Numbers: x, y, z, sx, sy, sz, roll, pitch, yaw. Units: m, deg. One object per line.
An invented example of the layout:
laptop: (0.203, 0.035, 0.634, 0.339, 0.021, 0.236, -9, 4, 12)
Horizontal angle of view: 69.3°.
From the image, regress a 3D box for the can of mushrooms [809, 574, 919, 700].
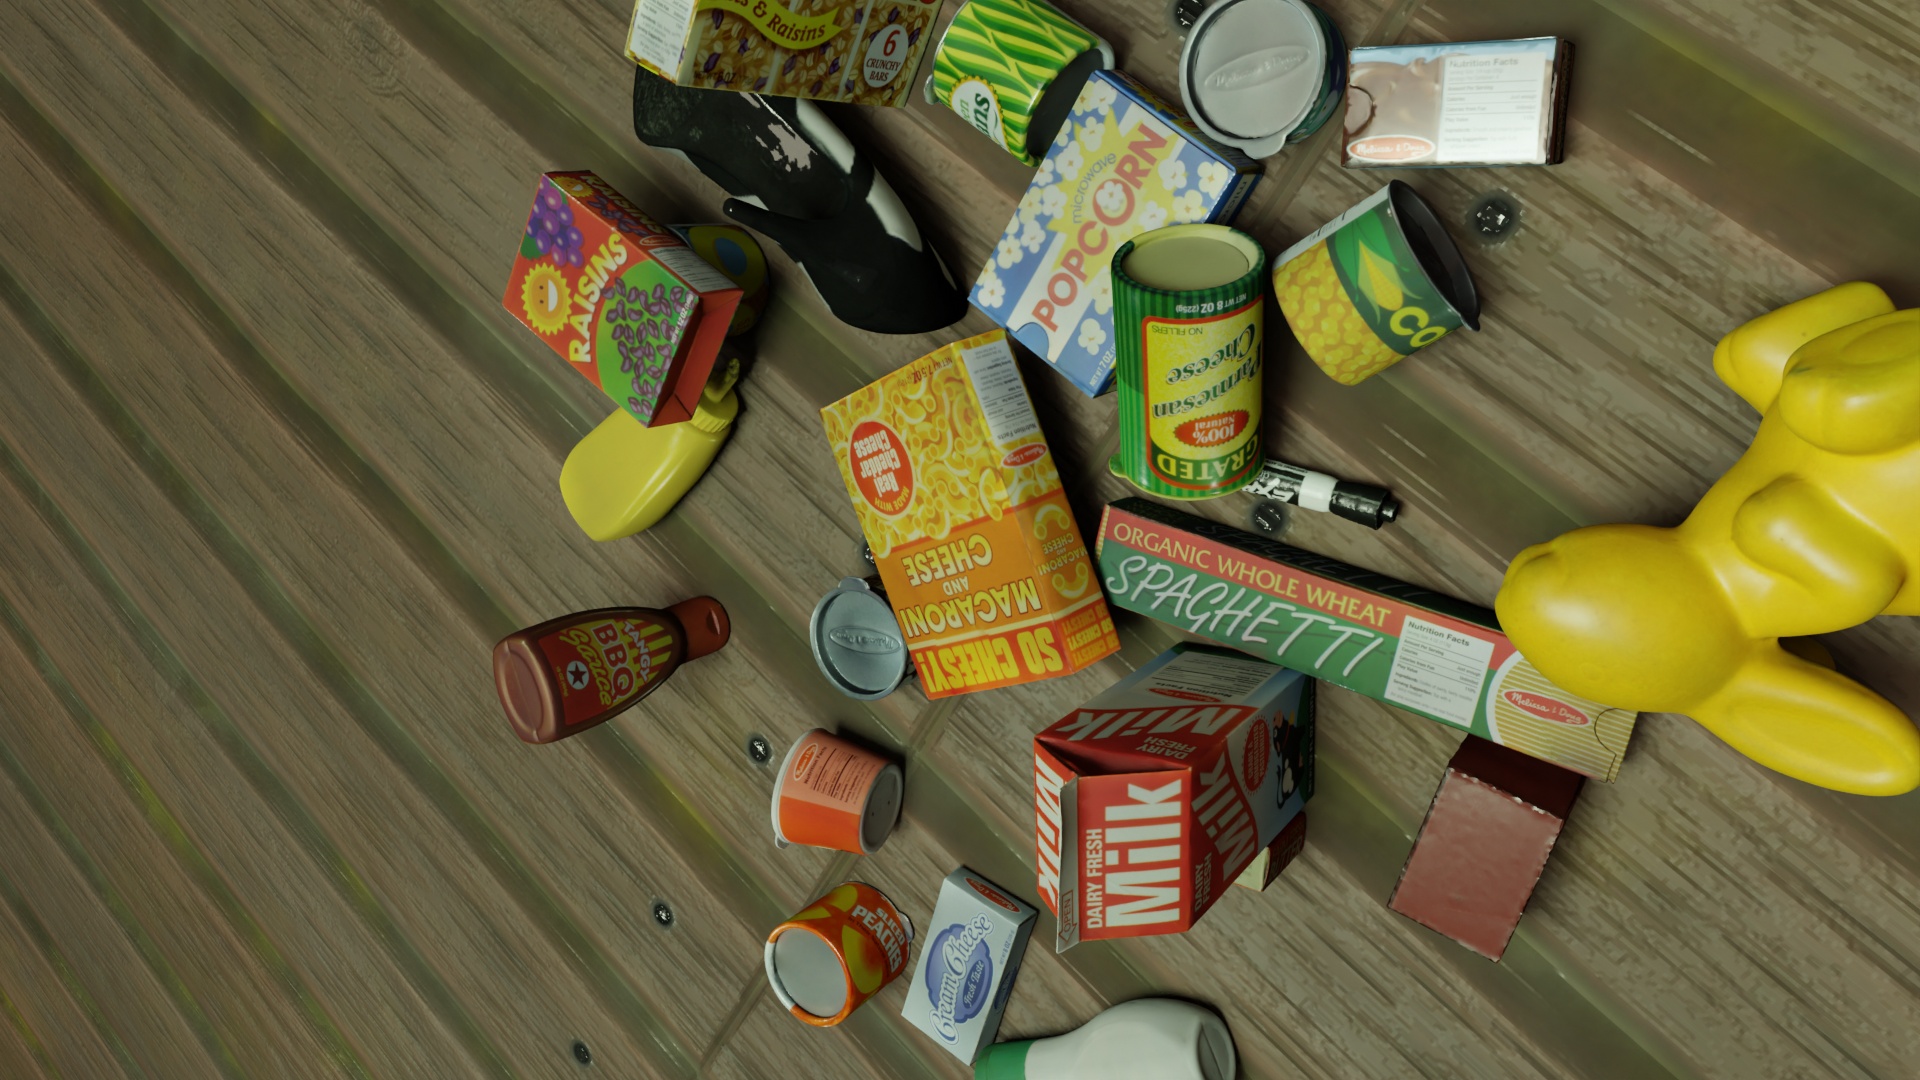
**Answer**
can of mushrooms: (-0.048, 0.051, 0.777, 0.071, 0.033, 0.071, 9, 106, 32)

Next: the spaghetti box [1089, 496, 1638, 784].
spaghetti box: (0.175, 0.038, 0.632, 0.250, 0.029, 0.050, 20, 111, 28)

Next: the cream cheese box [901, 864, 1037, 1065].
cream cheese box: (0.004, 0.242, 0.794, 0.053, 0.024, 0.103, 27, 114, 27)

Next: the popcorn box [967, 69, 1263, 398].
popcorn box: (0.070, -0.143, 0.652, 0.085, 0.038, 0.126, 41, 120, 18)

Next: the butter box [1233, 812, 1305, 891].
butter box: (0.111, 0.140, 0.683, 0.103, 0.053, 0.024, 11, 104, 30)

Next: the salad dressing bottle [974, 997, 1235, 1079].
salad dressing bottle: (0.074, 0.283, 0.747, 0.147, 0.044, 0.064, -21, 91, 36)

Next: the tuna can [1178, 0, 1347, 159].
tuna can: (0.132, -0.201, 0.602, 0.071, 0.033, 0.071, 8, 106, 31)

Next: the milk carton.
milk carton: (0.089, 0.107, 0.606, 0.073, 0.191, 0.072, 7, 105, 32)

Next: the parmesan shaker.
parmesan shaker: (0.098, -0.077, 0.609, 0.071, 0.072, 0.102, 16, 134, 29)

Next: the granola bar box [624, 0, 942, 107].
granola bar box: (-0.067, -0.268, 0.635, 0.039, 0.166, 0.123, 36, 118, 22)

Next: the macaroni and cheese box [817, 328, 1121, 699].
macaroni and cheese box: (0.003, -0.009, 0.707, 0.123, 0.040, 0.166, -18, 93, 51)

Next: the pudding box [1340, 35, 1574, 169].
pudding box: (0.201, -0.177, 0.565, 0.084, 0.030, 0.049, 8, 107, 31)

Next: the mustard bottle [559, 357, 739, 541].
mustard bottle: (-0.175, -0.060, 0.824, 0.159, 0.049, 0.065, -36, 82, 33)

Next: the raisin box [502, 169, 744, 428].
raisin box: (-0.183, -0.131, 0.747, 0.123, 0.040, 0.085, 38, 120, 18)

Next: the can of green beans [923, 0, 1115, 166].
can of green beans: (0.029, -0.216, 0.645, 0.058, 0.071, 0.071, 41, 120, 18)

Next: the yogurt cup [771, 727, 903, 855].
yogurt cup: (-0.068, 0.146, 0.795, 0.054, 0.072, 0.072, 12, 108, 22)

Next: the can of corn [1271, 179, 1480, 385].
can of corn: (0.173, -0.104, 0.577, 0.058, 0.071, 0.071, -31, 84, 35)

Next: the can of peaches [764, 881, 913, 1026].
can of peaches: (-0.072, 0.244, 0.822, 0.071, 0.058, 0.071, 9, 106, 32)

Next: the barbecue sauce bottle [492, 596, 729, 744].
barbecue sauce bottle: (-0.197, 0.067, 0.807, 0.043, 0.149, 0.065, -16, 93, 34)

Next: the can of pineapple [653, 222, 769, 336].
can of pineapple: (-0.150, -0.144, 0.783, 0.071, 0.058, 0.070, 9, 106, 31)
